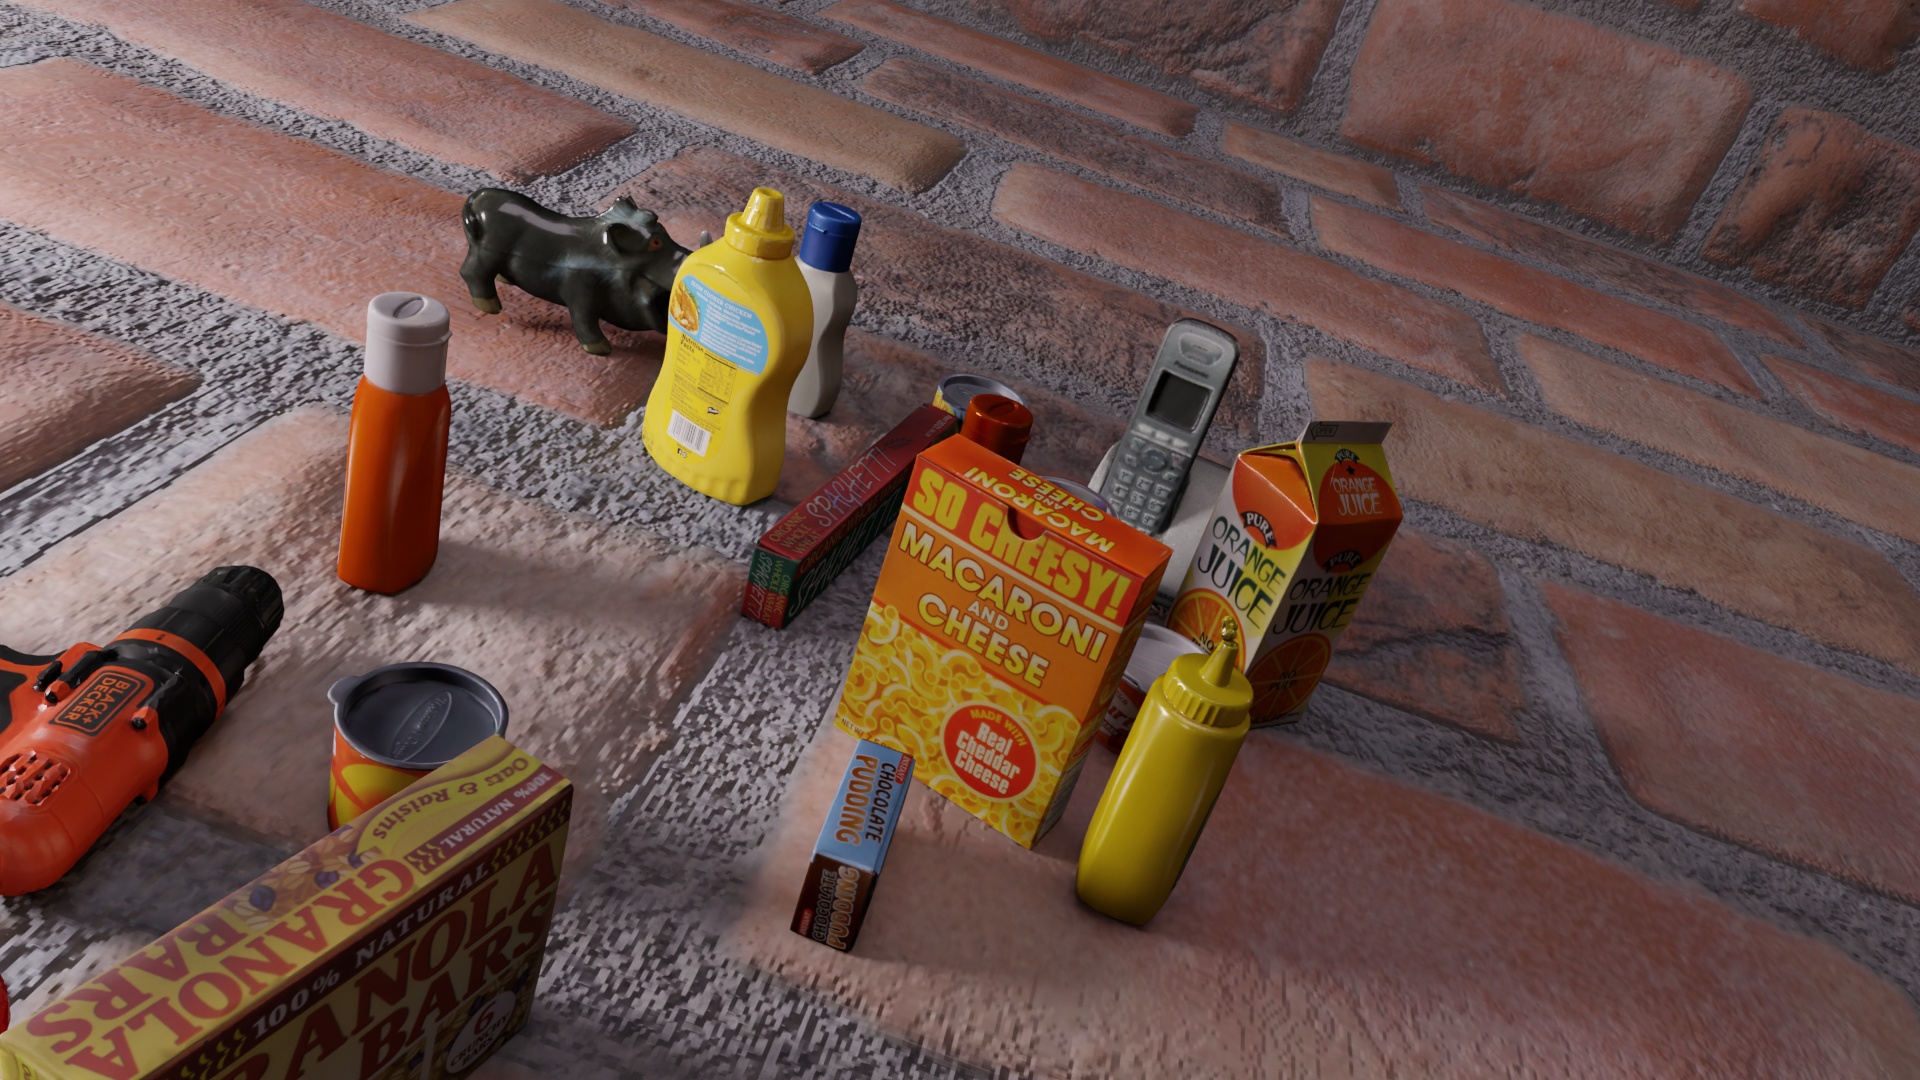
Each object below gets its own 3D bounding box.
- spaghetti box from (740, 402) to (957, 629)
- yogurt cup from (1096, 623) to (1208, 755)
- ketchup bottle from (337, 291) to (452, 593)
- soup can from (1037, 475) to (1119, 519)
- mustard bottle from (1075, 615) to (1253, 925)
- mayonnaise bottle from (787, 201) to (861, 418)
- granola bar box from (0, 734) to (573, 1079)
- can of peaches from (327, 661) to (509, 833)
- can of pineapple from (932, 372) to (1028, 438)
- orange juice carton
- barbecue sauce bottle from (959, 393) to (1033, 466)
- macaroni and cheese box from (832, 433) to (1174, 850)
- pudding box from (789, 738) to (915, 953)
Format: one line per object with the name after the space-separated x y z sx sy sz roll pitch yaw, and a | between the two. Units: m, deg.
-0.063 -0.022 0.867 0.029 0.050 0.251 24 30 10 | spaghetti box
0.104 0.086 0.775 0.072 0.053 0.073 14 30 -8 | yogurt cup
-0.279 -0.049 0.692 0.043 0.148 0.065 16 29 -5 | ketchup bottle
0.052 0.015 0.836 0.071 0.083 0.072 14 30 -8 | soup can
0.098 0.103 0.637 0.049 0.159 0.065 22 29 7 | mustard bottle
-0.104 -0.163 0.982 0.065 0.147 0.041 29 31 18 | mayonnaise bottle
-0.197 0.150 0.429 0.039 0.123 0.166 28 31 17 | granola bar box
-0.227 0.092 0.576 0.071 0.057 0.071 14 30 -8 | can of peaches
0.007 -0.080 0.995 0.071 0.057 0.071 14 30 -8 | can of pineapple
0.187 0.013 0.803 0.072 0.191 0.073 -3 36 -33 | orange juice carton
0.003 -0.010 0.784 0.044 0.147 0.065 31 32 21 | barbecue sauce bottle
0.016 0.050 0.672 0.124 0.165 0.040 29 31 18 | macaroni and cheese box
-0.046 0.133 0.617 0.030 0.049 0.084 19 29 1 | pudding box
